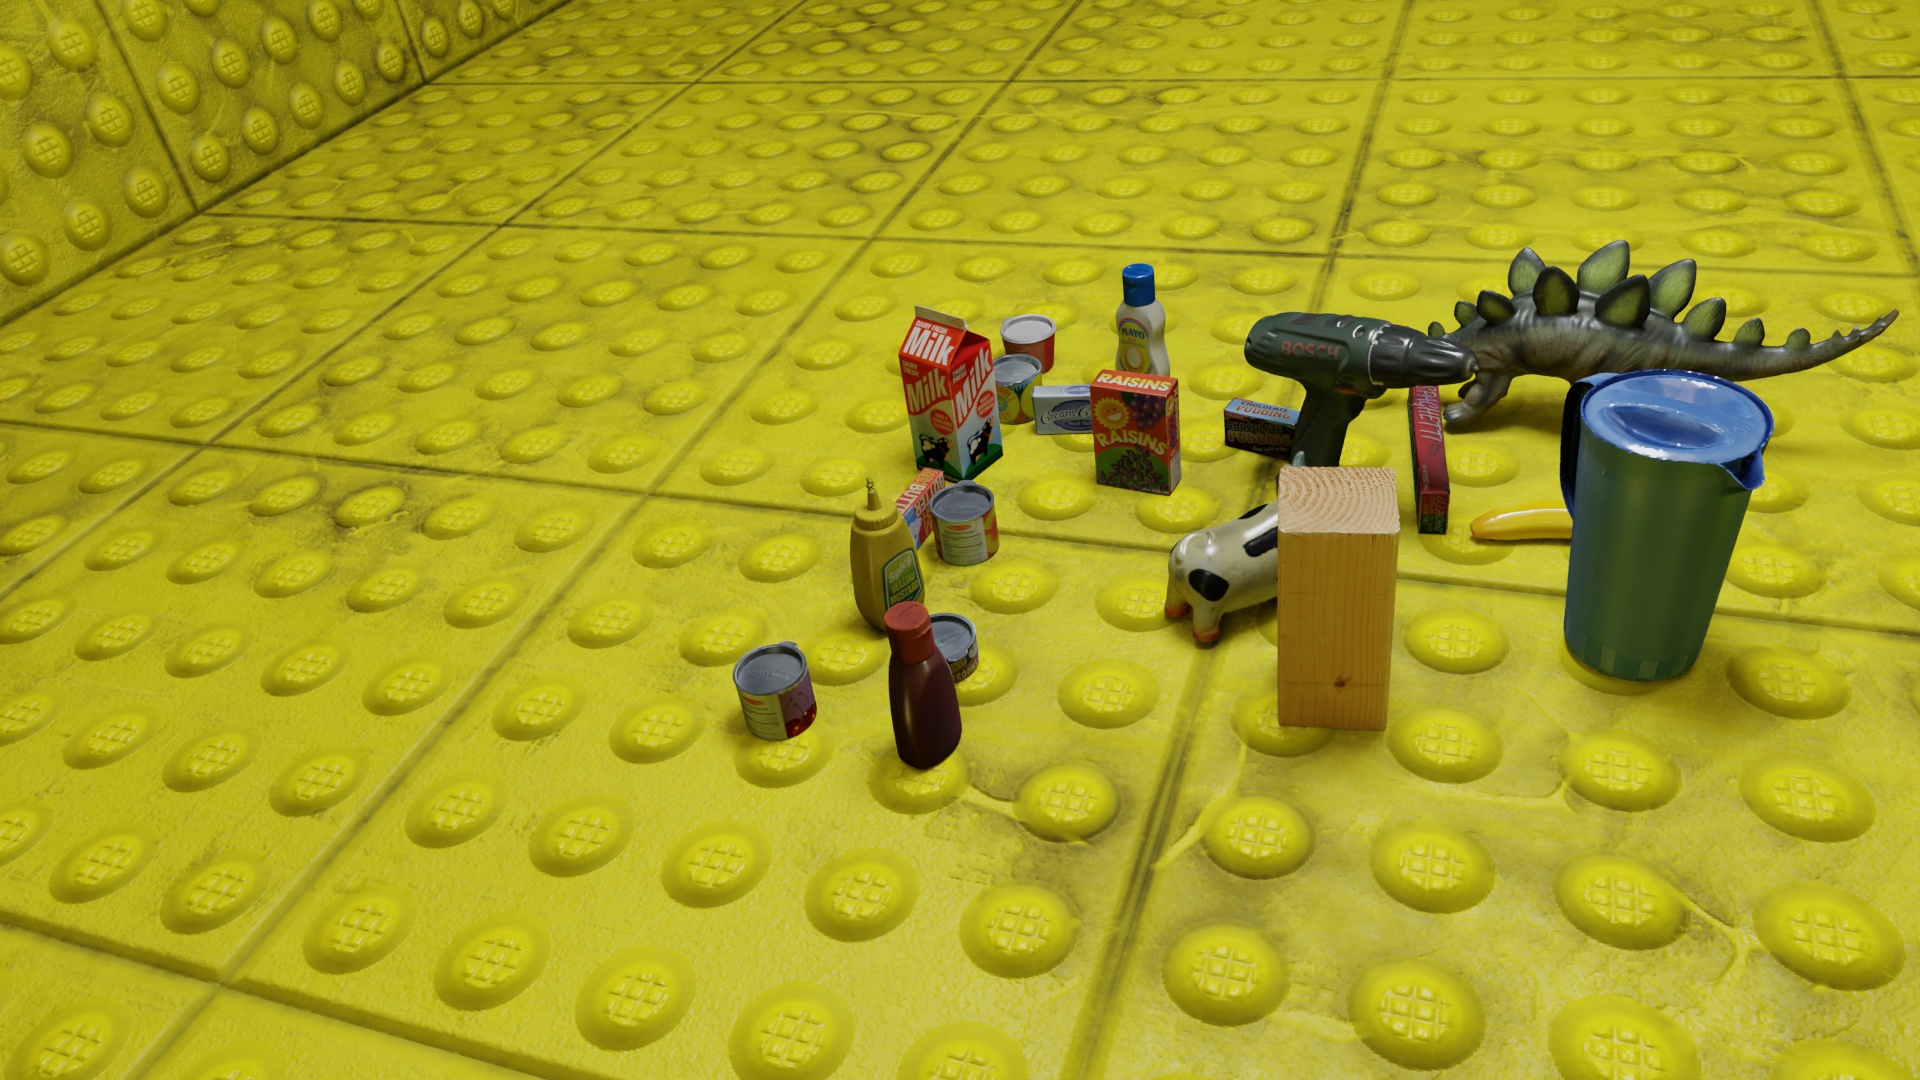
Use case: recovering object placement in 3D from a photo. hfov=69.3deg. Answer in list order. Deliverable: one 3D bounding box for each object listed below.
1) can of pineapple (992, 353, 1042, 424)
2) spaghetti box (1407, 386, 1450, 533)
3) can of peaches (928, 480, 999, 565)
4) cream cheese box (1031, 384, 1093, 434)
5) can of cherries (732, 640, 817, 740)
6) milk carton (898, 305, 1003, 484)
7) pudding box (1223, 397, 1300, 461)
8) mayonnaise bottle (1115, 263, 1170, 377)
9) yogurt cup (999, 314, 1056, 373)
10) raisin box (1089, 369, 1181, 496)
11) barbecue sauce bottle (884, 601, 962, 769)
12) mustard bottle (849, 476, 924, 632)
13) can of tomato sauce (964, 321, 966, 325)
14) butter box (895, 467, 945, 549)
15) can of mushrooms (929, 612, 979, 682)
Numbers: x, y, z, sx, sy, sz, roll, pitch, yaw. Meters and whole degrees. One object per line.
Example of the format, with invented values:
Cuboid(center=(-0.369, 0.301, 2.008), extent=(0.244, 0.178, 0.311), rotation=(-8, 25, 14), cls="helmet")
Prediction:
Cuboid(center=(0.062, -0.174, 1.606), extent=(0.071, 0.057, 0.071), rotation=(-6, 36, 4), cls="can of pineapple")
Cuboid(center=(0.480, -0.100, 1.426), extent=(0.029, 0.050, 0.251), rotation=(1, 37, 14), cls="spaghetti box")
Cuboid(center=(0.005, -0.018, 1.406), extent=(0.071, 0.057, 0.071), rotation=(-6, 36, 4), cls="can of peaches")
Cuboid(center=(0.134, -0.147, 1.559), extent=(0.104, 0.053, 0.024), rotation=(0, 37, 11), cls="cream cheese box")
Cuboid(center=(-0.162, 0.133, 1.235), extent=(0.071, 0.058, 0.072), rotation=(-6, 36, 4), cls="can of cherries")
Cuboid(center=(-0.011, -0.162, 1.492), extent=(0.072, 0.189, 0.074), rotation=(21, 46, 35), cls="milk carton")
Cuboid(center=(0.325, -0.120, 1.485), extent=(0.084, 0.049, 0.030), rotation=(18, 44, 32), cls="pudding box")
Cuboid(center=(0.207, -0.244, 1.594), extent=(0.065, 0.147, 0.041), rotation=(19, 44, 33), cls="mayonnaise bottle")
Cuboid(center=(0.084, -0.236, 1.688), extent=(0.072, 0.053, 0.073), rotation=(-6, 36, 4), cls="yogurt cup")
Cuboid(center=(0.183, -0.113, 1.443), extent=(0.086, 0.122, 0.040), rotation=(11, 41, 25), cls="raisin box")
Cuboid(center=(-0.034, 0.118, 1.153), extent=(0.044, 0.147, 0.065), rotation=(17, 43, 31), cls="barbecue sauce bottle")
Cuboid(center=(-0.073, 0.010, 1.298), extent=(0.049, 0.159, 0.065), rotation=(26, 48, 38), cls="mustard bottle")
Cuboid(center=(-0.020, -0.215, 1.656), extent=(0.071, 0.082, 0.071), rotation=(-6, 36, 4), cls="can of tomato sauce")
Cuboid(center=(-0.047, -0.026, 1.432), extent=(0.024, 0.052, 0.104), rotation=(11, 40, 25), cls="butter box")
Cuboid(center=(-0.016, 0.101, 1.271), extent=(0.071, 0.033, 0.071), rotation=(-6, 36, 4), cls="can of mushrooms")
